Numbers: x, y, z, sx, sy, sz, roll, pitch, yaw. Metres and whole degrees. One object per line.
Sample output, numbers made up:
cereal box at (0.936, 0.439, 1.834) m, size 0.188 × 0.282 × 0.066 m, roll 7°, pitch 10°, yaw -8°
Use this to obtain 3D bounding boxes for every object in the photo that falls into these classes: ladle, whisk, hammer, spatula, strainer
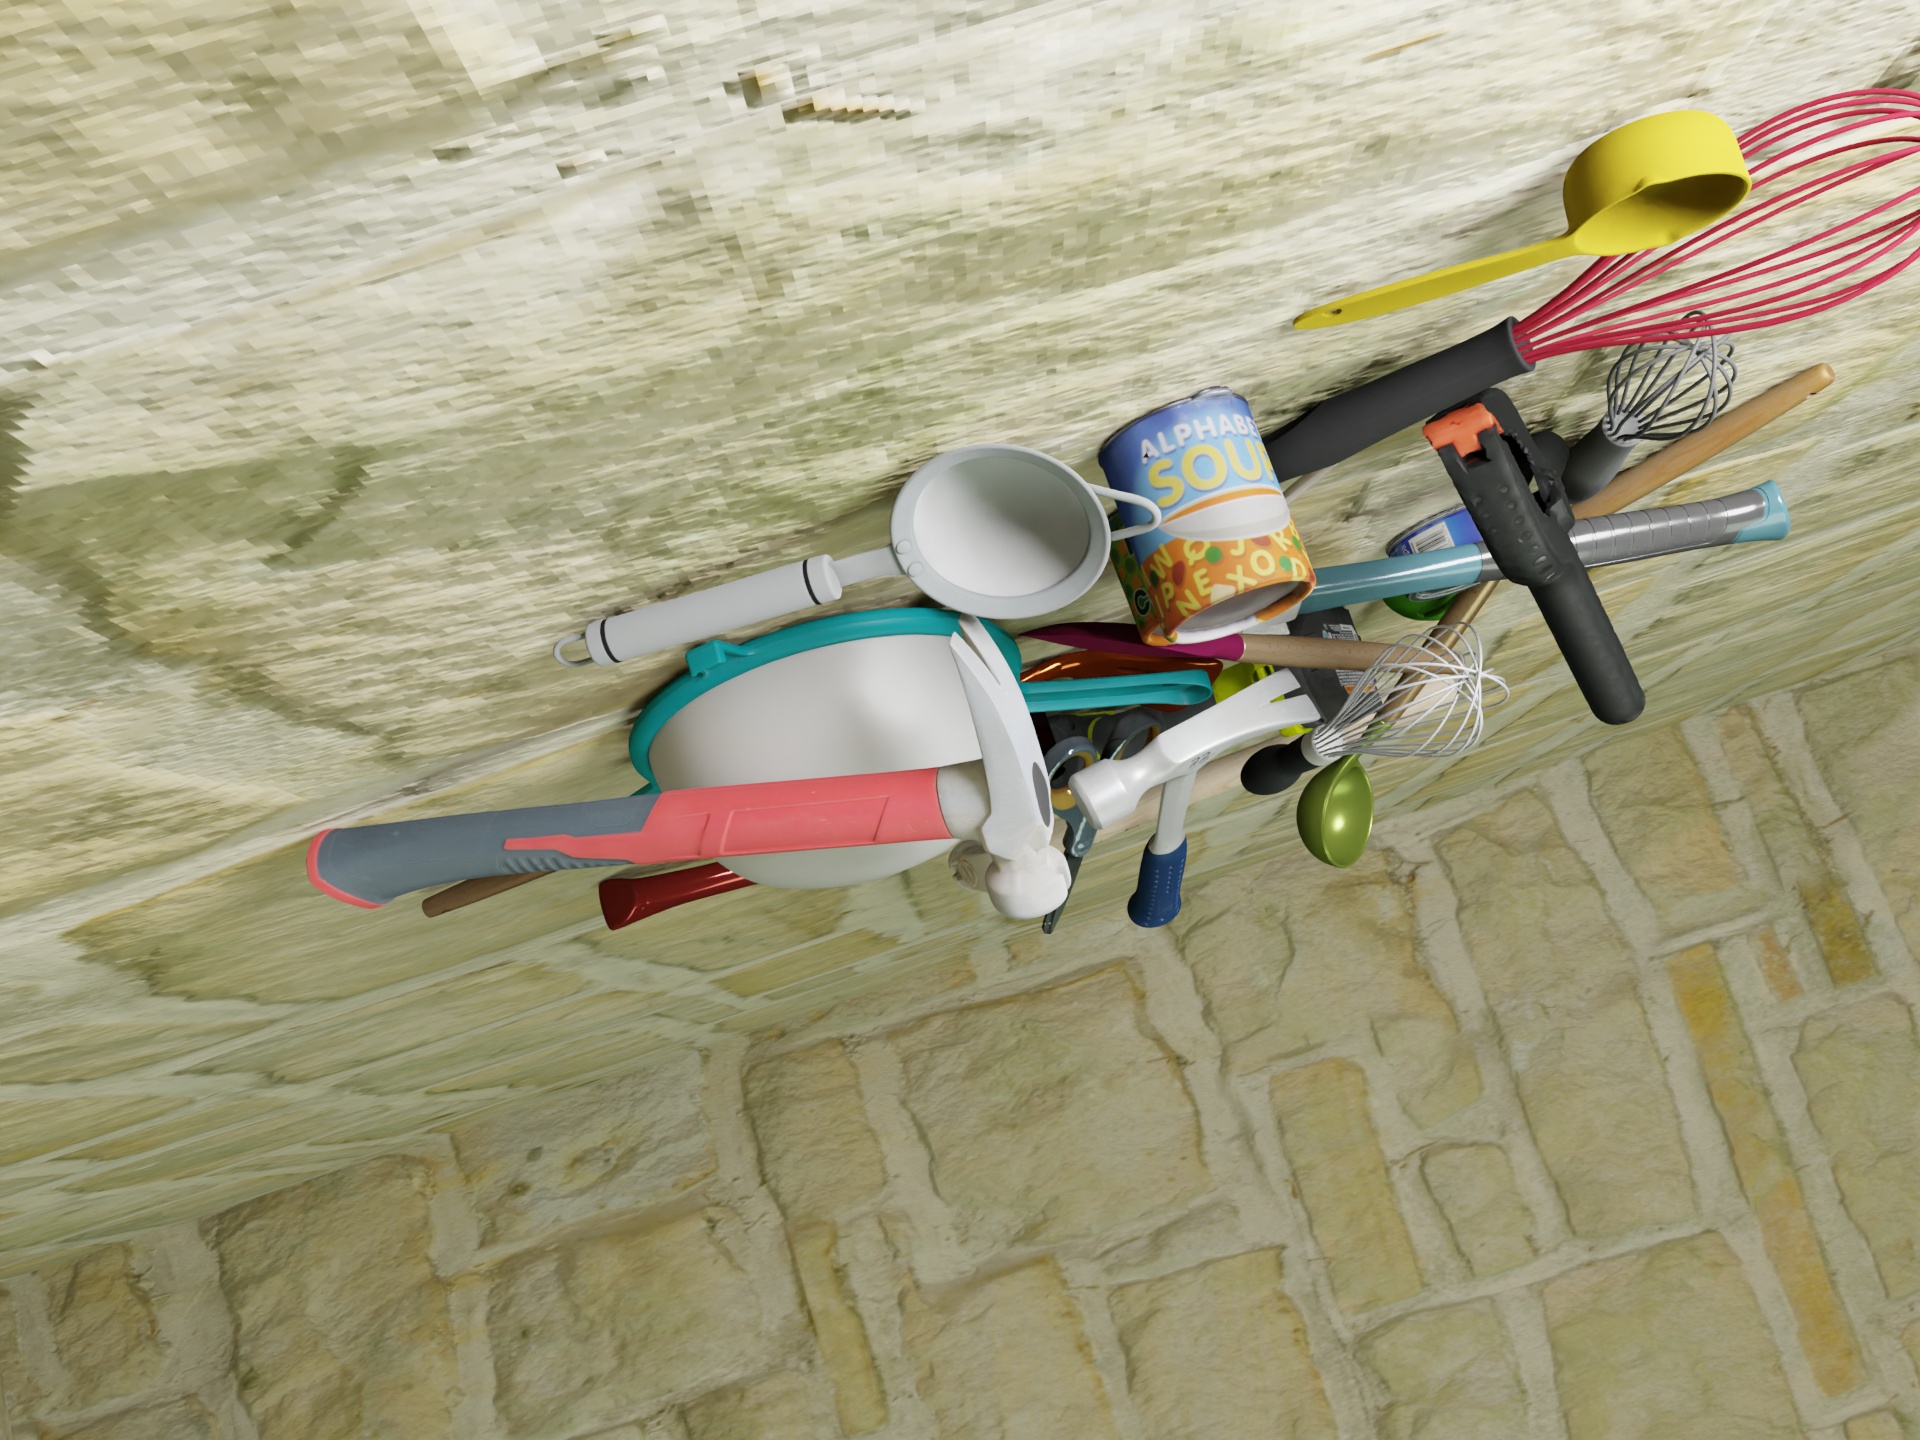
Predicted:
ladle at (0.315, -0.012, 1.090) m, size 0.078 × 0.062 × 0.320 m, roll -36°, pitch 159°, yaw -41°
whisk at (0.224, 0.006, 0.916) m, size 0.070 × 0.070 × 0.284 m, roll -15°, pitch 171°, yaw -16°
hammer at (0.141, 0.074, 1.041) m, size 0.144 × 0.035 × 0.405 m, roll -28°, pitch 161°, yaw -5°
hammer at (-0.149, 0.038, 0.745) m, size 0.386 × 0.143 × 0.038 m, roll -6°, pitch -150°, yaw 19°
hammer at (-0.104, 0.102, 1.245) m, size 0.359 × 0.037 × 0.149 m, roll -14°, pitch 166°, yaw -23°
spatula at (-0.001, -0.003, 0.940) m, size 0.322 × 0.041 × 0.081 m, roll -13°, pitch 162°, yaw -18°
spatula at (-0.198, 0.064, 0.990) m, size 0.316 × 0.018 × 0.059 m, roll -22°, pitch 162°, yaw 11°
hammer at (0.195, 0.042, 1.180) m, size 0.410 × 0.038 × 0.146 m, roll -20°, pitch -179°, yaw -14°
whisk at (0.340, -0.147, 0.811) m, size 0.055 × 0.055 × 0.239 m, roll -20°, pitch 171°, yaw 5°
strainer at (-0.001, 0.026, 0.851) m, size 0.340 × 0.095 × 0.211 m, roll -5°, pitch 156°, yaw -25°
hammer at (0.297, -0.090, 0.879) m, size 0.331 × 0.033 × 0.128 m, roll -10°, pitch 158°, yaw -2°
strainer at (-0.048, -0.061, 0.637) m, size 0.258 × 0.050 × 0.086 m, roll -15°, pitch 132°, yaw 12°
whisk at (0.235, -0.154, 0.615) m, size 0.296 × 0.073 × 0.073 m, roll -21°, pitch 168°, yaw 38°

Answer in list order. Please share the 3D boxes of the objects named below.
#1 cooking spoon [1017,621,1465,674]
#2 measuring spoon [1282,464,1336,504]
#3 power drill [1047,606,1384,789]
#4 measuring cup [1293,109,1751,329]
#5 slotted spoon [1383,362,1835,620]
cooking spoon at (0.166, -0.039, 0.860) m, size 0.318 × 0.017 × 0.069 m, roll 2°, pitch -179°, yaw -35°
measuring spoon at (0.146, -0.108, 0.775) m, size 0.124 × 0.018 × 0.034 m, roll -37°, pitch -173°, yaw 39°
power drill at (0.166, -0.005, 1.098) m, size 0.223 × 0.080 × 0.171 m, roll -22°, pitch 172°, yaw 27°
measuring cup at (0.190, -0.173, 0.560) m, size 0.156 × 0.029 × 0.062 m, roll -12°, pitch 171°, yaw 29°
slotted spoon at (0.393, -0.131, 0.992) m, size 0.070 × 0.031 × 0.313 m, roll -2°, pitch 158°, yaw -38°
